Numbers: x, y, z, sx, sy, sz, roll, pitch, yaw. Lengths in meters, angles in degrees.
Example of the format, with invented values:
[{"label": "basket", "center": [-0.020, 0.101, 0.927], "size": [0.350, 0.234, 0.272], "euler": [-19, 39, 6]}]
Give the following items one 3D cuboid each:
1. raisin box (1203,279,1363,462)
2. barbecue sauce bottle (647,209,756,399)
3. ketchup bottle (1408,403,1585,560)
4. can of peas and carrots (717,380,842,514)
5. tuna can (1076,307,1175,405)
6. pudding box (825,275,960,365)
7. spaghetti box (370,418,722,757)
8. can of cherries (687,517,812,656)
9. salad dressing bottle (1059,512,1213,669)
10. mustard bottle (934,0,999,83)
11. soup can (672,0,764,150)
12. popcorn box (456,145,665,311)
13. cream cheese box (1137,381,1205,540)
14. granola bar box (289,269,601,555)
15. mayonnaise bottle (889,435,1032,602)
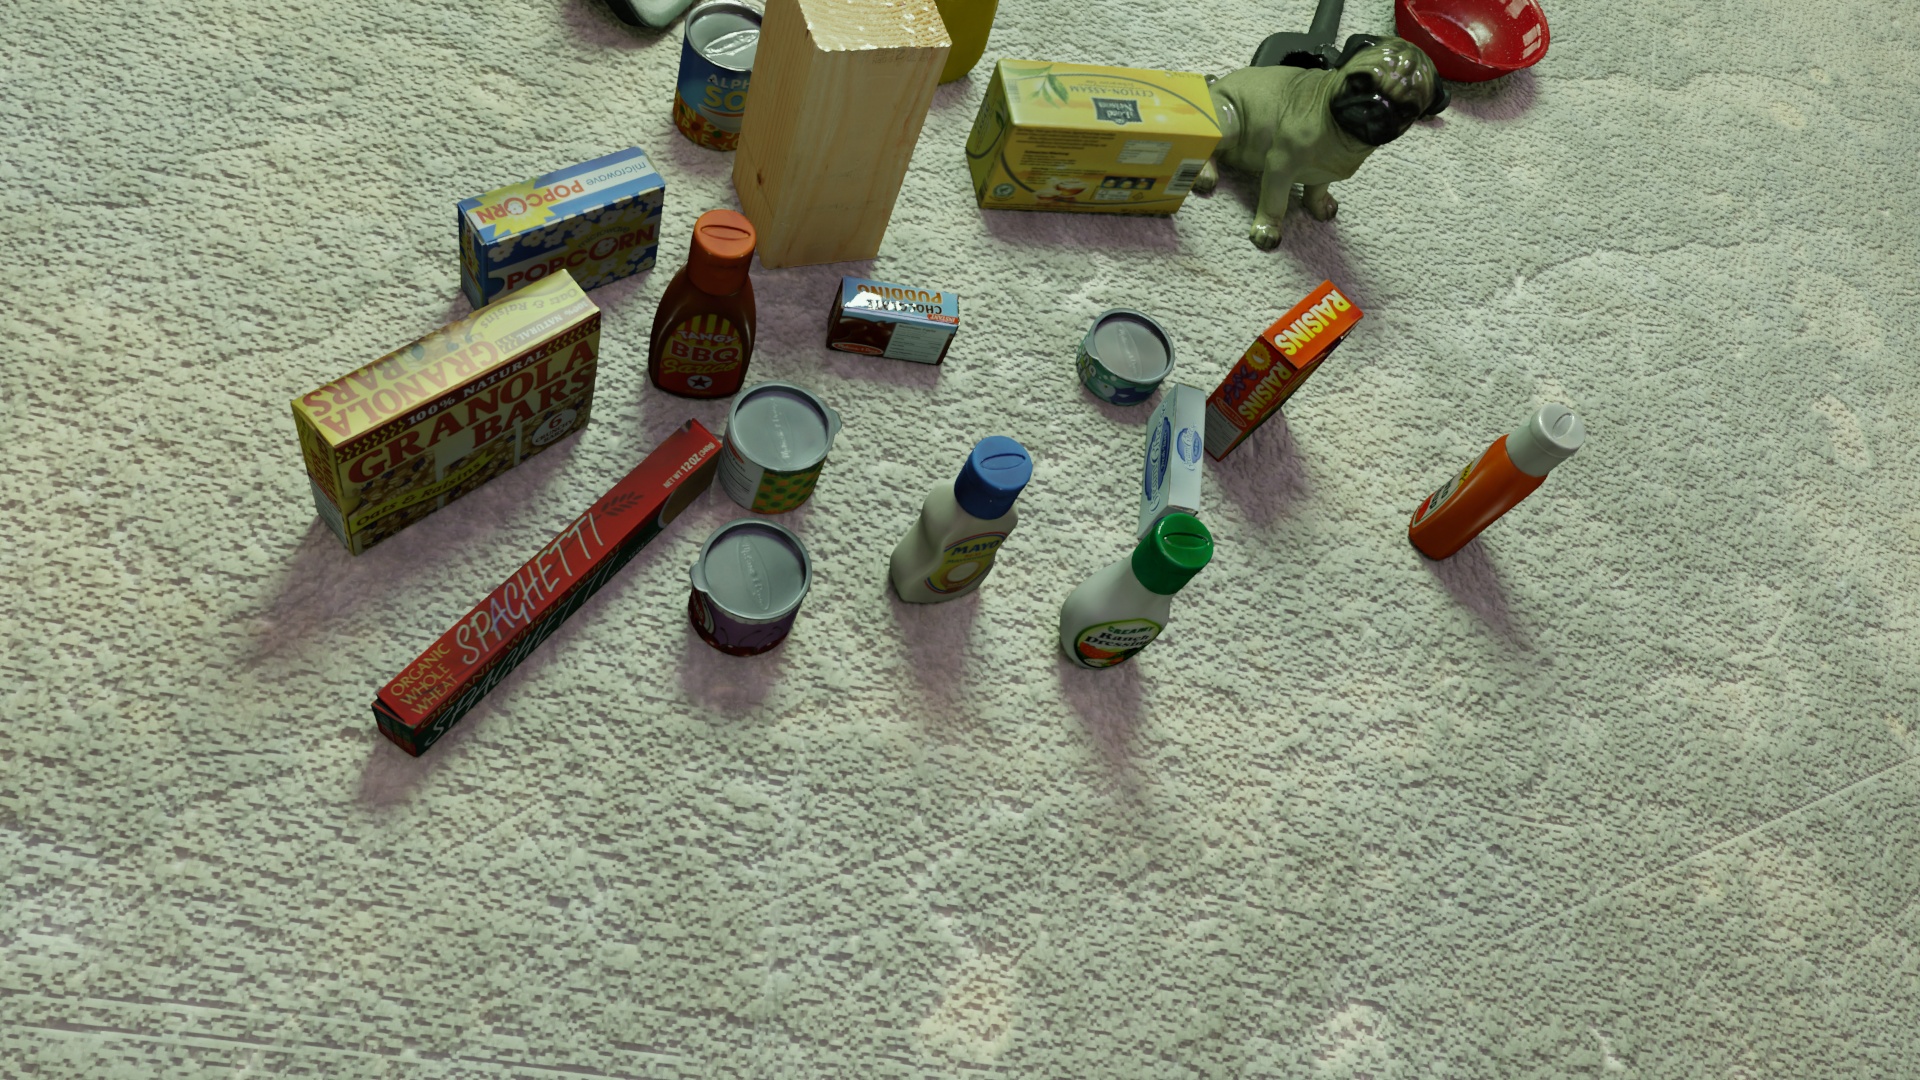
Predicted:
[{"label": "raisin box", "center": [0.220, -0.118, 0.982], "size": [0.086, 0.122, 0.040], "euler": [-38, 79, -31]}, {"label": "barbecue sauce bottle", "center": [-0.155, -0.144, 0.858], "size": [0.065, 0.147, 0.044], "euler": [4, 62, -16]}, {"label": "ketchup bottle", "center": [0.378, -0.042, 0.978], "size": [0.043, 0.148, 0.065], "euler": [42, 58, 6]}, {"label": "can of peas and carrots", "center": [-0.115, -0.058, 0.877], "size": [0.071, 0.058, 0.071], "euler": [8, 61, -14]}, {"label": "tuna can", "center": [0.117, -0.133, 1.010], "size": [0.071, 0.032, 0.071], "euler": [8, 61, -14]}, {"label": "pudding box", "center": [-0.047, -0.151, 0.955], "size": [0.084, 0.049, 0.030], "euler": [6, 61, -15]}, {"label": "spaghetti box", "center": [-0.231, 0.022, 0.800], "size": [0.029, 0.050, 0.251], "euler": [39, 58, 4]}, {"label": "can of cherries", "center": [-0.129, 0.028, 0.826], "size": [0.071, 0.058, 0.072], "euler": [8, 61, -14]}, {"label": "salad dressing bottle", "center": [0.107, 0.032, 0.849], "size": [0.064, 0.147, 0.044], "euler": [5, 62, -16]}, {"label": "mustard bottle", "center": [0.000, -0.418, 1.051], "size": [0.065, 0.159, 0.049], "euler": [-18, 70, -26]}, {"label": "soup can", "center": [-0.167, -0.329, 0.992], "size": [0.071, 0.083, 0.071], "euler": [8, 61, -14]}, {"label": "popcorn box", "center": [-0.255, -0.195, 0.890], "size": [0.127, 0.084, 0.038], "euler": [-28, 74, -29]}, {"label": "cream cheese box", "center": [0.147, -0.053, 0.964], "size": [0.024, 0.053, 0.104], "euler": [15, 59, -10]}, {"label": "granola bar box", "center": [-0.285, -0.072, 0.790], "size": [0.166, 0.123, 0.039], "euler": [-36, 79, -30]}, {"label": "mayonnaise bottle", "center": [0.003, -0.011, 0.838], "size": [0.065, 0.147, 0.041], "euler": [-10, 67, -23]}]
